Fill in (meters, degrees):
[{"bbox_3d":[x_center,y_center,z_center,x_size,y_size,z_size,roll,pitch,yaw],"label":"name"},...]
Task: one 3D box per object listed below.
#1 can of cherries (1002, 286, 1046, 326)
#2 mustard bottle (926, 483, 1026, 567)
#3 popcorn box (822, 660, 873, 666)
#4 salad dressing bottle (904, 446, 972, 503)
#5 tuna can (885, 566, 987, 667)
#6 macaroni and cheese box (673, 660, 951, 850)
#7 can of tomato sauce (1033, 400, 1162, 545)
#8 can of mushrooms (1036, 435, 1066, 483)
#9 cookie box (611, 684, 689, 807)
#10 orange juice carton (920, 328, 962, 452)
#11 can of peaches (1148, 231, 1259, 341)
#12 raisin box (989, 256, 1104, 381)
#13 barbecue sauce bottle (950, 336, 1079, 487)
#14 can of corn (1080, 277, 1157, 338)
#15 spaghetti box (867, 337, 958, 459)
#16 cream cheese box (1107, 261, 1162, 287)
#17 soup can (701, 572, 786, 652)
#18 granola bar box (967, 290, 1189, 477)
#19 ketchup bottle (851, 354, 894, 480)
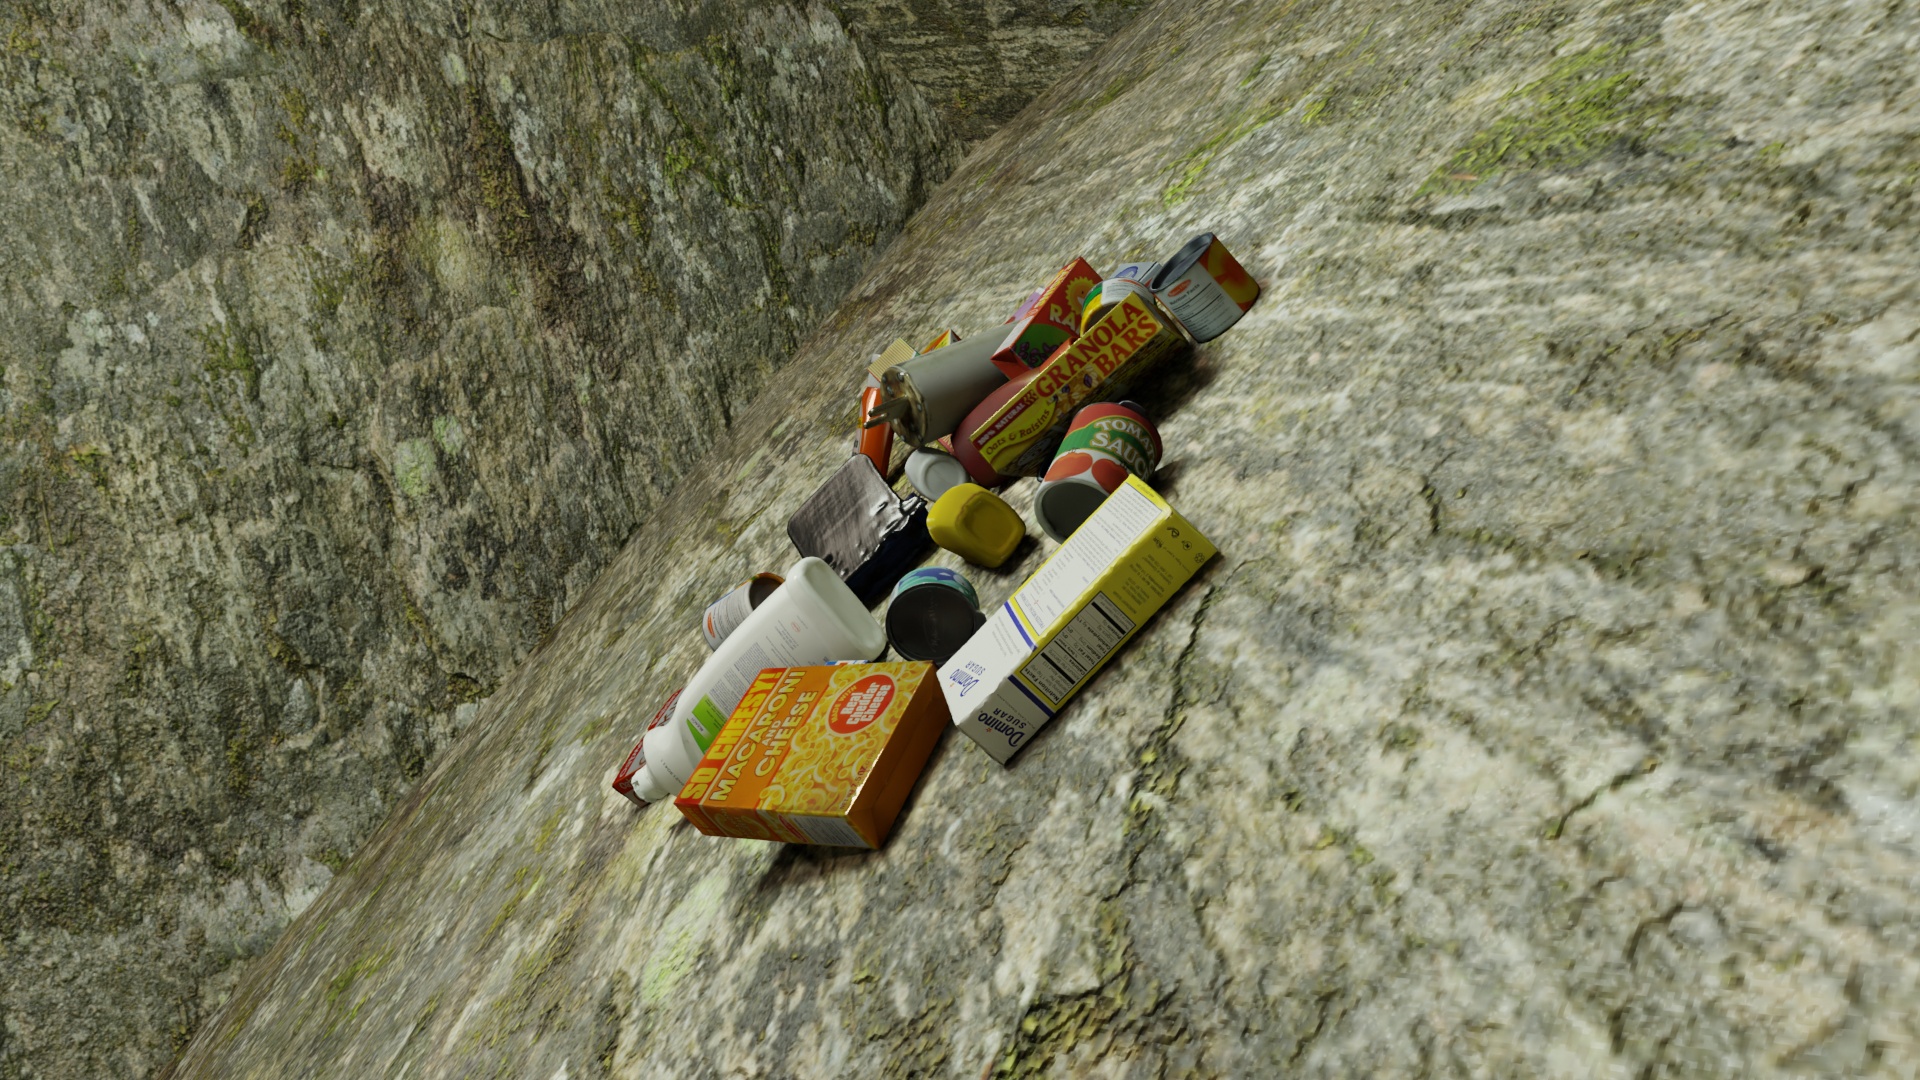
[{"bbox_3d":[0.082,-0.209,1.380,0.058,0.071,0.071,-47,15,0],"label":"can of cherries"},{"bbox_3d":[0.004,-0.014,1.097,0.049,0.065,0.160,-52,12,-6],"label":"mustard bottle"},{"bbox_3d":[-0.108,0.146,1.022,0.127,0.038,0.085,-52,18,-22],"label":"popcorn box"},{"bbox_3d":[-0.024,-0.060,1.295,0.044,0.064,0.148,-52,8,-1],"label":"salad dressing bottle"},{"bbox_3d":[-0.016,0.053,0.977,0.071,0.071,0.033,-41,15,16],"label":"tuna can"},{"bbox_3d":[-0.096,0.140,0.918,0.166,0.040,0.124,-7,40,40],"label":"macaroni and cheese box"},{"bbox_3d":[0.094,-0.043,0.928,0.071,0.071,0.083,-30,22,44],"label":"can of tomato sauce"},{"bbox_3d":[0.092,-0.057,1.032,0.071,0.033,0.071,-41,15,14],"label":"can of mushrooms"},{"bbox_3d":[-0.247,0.173,1.310,0.166,0.040,0.123,-32,21,41],"label":"cookie box"},{"bbox_3d":[-0.013,-0.171,1.519,0.073,0.071,0.193,-42,16,15],"label":"orange juice carton"},{"bbox_3d":[0.192,-0.199,1.088,0.071,0.058,0.071,-42,15,14],"label":"can of peaches"},{"bbox_3d":[0.095,-0.178,1.231,0.124,0.086,0.040,-53,15,-26],"label":"raisin box"},{"bbox_3d":[0.057,-0.111,1.178,0.148,0.065,0.044,-43,-19,32],"label":"barbecue sauce bottle"},{"bbox_3d":[0.135,-0.181,1.178,0.071,0.071,0.058,-39,17,23],"label":"can of corn"},{"bbox_3d":[-0.022,-0.132,1.357,0.050,0.028,0.251,-44,38,2],"label":"spaghetti box"},{"bbox_3d":[0.161,-0.241,1.336,0.053,0.024,0.104,-46,15,-2],"label":"cream cheese box"},{"bbox_3d":[-0.212,0.078,1.421,0.083,0.071,0.072,-31,21,41],"label":"soup can"},{"bbox_3d":[0.095,-0.116,1.073,0.165,0.039,0.124,-41,-11,15],"label":"granola bar box"},{"bbox_3d":[-0.092,-0.131,1.541,0.065,0.043,0.148,-147,68,-80],"label":"ketchup bottle"}]
